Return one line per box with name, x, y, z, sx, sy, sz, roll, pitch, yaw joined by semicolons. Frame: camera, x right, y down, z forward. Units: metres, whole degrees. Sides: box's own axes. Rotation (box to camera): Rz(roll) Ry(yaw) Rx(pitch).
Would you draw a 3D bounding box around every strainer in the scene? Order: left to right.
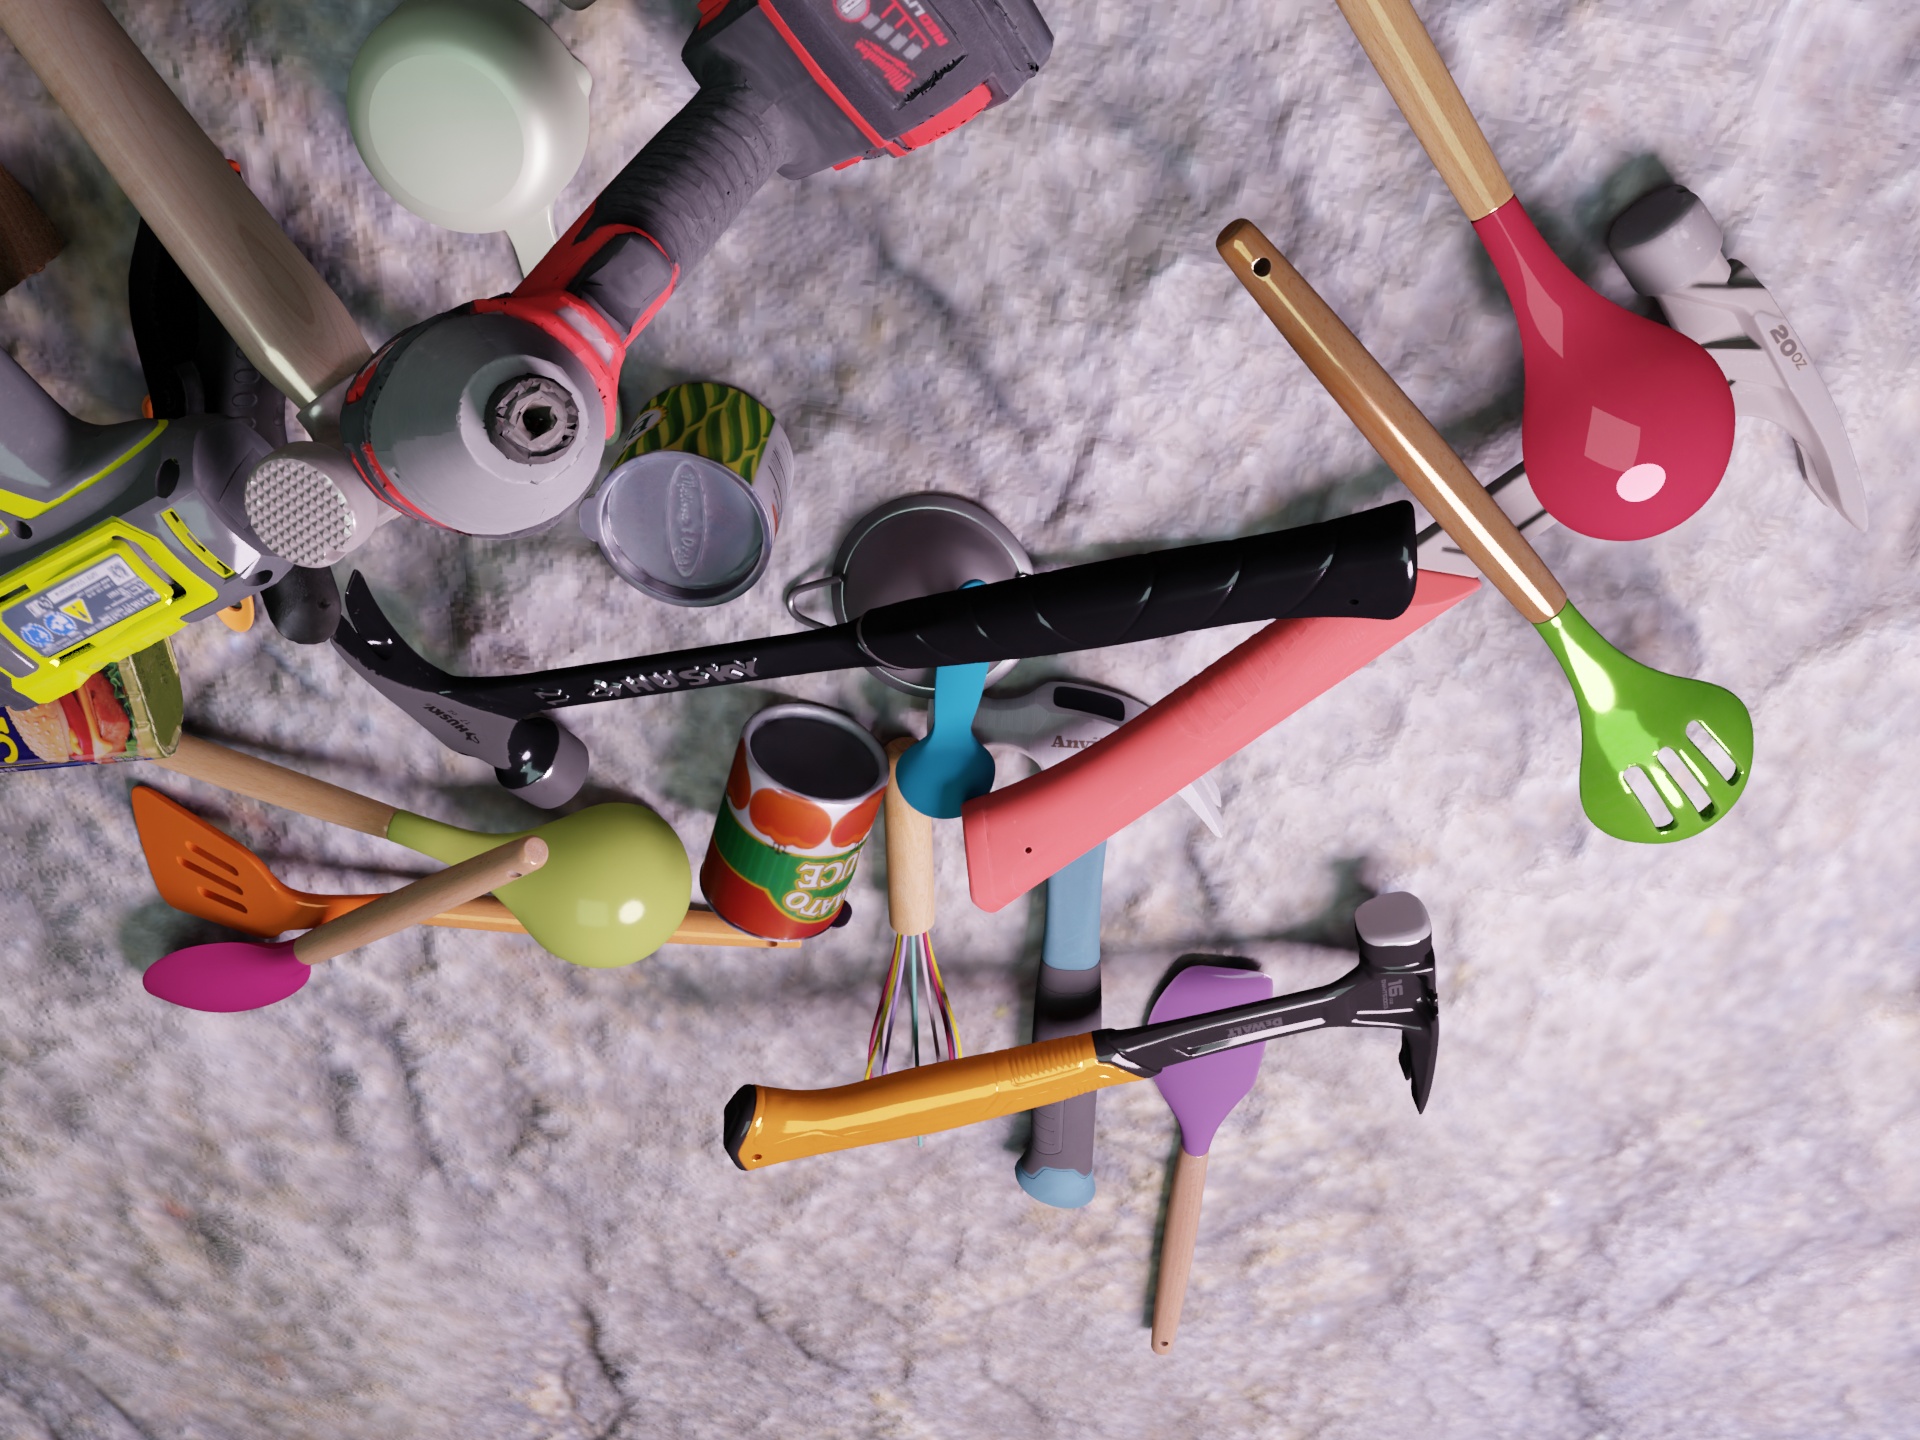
strainer;0.055;-0.051;0.627;0.258;0.050;0.086;-5;112;5

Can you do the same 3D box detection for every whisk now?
whisk;-0.026;0.113;0.756;0.047;0.051;0.244;5;124;8

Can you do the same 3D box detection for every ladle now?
ladle;-0.278;0.037;0.723;0.320;0.062;0.078;18;95;0
ladle;0.153;-0.183;0.494;0.069;0.031;0.315;-33;106;15

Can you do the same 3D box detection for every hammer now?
hammer;-0.291;-0.241;0.484;0.038;0.146;0.410;-27;111;24
hammer;-0.043;-0.030;0.568;0.409;0.036;0.149;-7;150;26
hammer;0.051;0.122;0.761;0.128;0.033;0.330;3;127;4
hammer;0.055;0.165;0.744;0.337;0.034;0.127;-13;129;4
hammer;0.150;-0.029;0.604;0.359;0.037;0.149;-36;116;17

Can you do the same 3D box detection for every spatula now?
spatula;-0.237;0.085;0.765;0.322;0.041;0.081;5;129;-4
spatula;0.121;0.246;0.857;0.060;0.018;0.315;4;126;5

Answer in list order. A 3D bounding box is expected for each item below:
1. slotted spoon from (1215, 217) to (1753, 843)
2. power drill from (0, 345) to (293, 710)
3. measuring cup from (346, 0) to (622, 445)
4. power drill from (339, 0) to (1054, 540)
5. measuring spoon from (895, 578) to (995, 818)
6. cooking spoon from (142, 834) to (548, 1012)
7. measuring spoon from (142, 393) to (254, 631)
slotted spoon;0.189;-0.055;0.556;0.070;0.031;0.313;-42;113;13
power drill;-0.341;-0.100;0.488;0.171;0.080;0.223;-22;127;16
measuring cup;-0.156;-0.165;0.557;0.083;0.038;0.167;-9;124;11
power drill;-0.082;-0.141;0.450;0.078;0.143;0.220;45;77;-25
measuring spoon;-0.001;-0.002;0.625;0.042;0.021;0.128;2;137;-7
cooking spoon;-0.288;0.100;0.731;0.319;0.017;0.068;-22;143;37
measuring spoon;-0.309;-0.085;0.652;0.021;0.011;0.116;4;131;2
